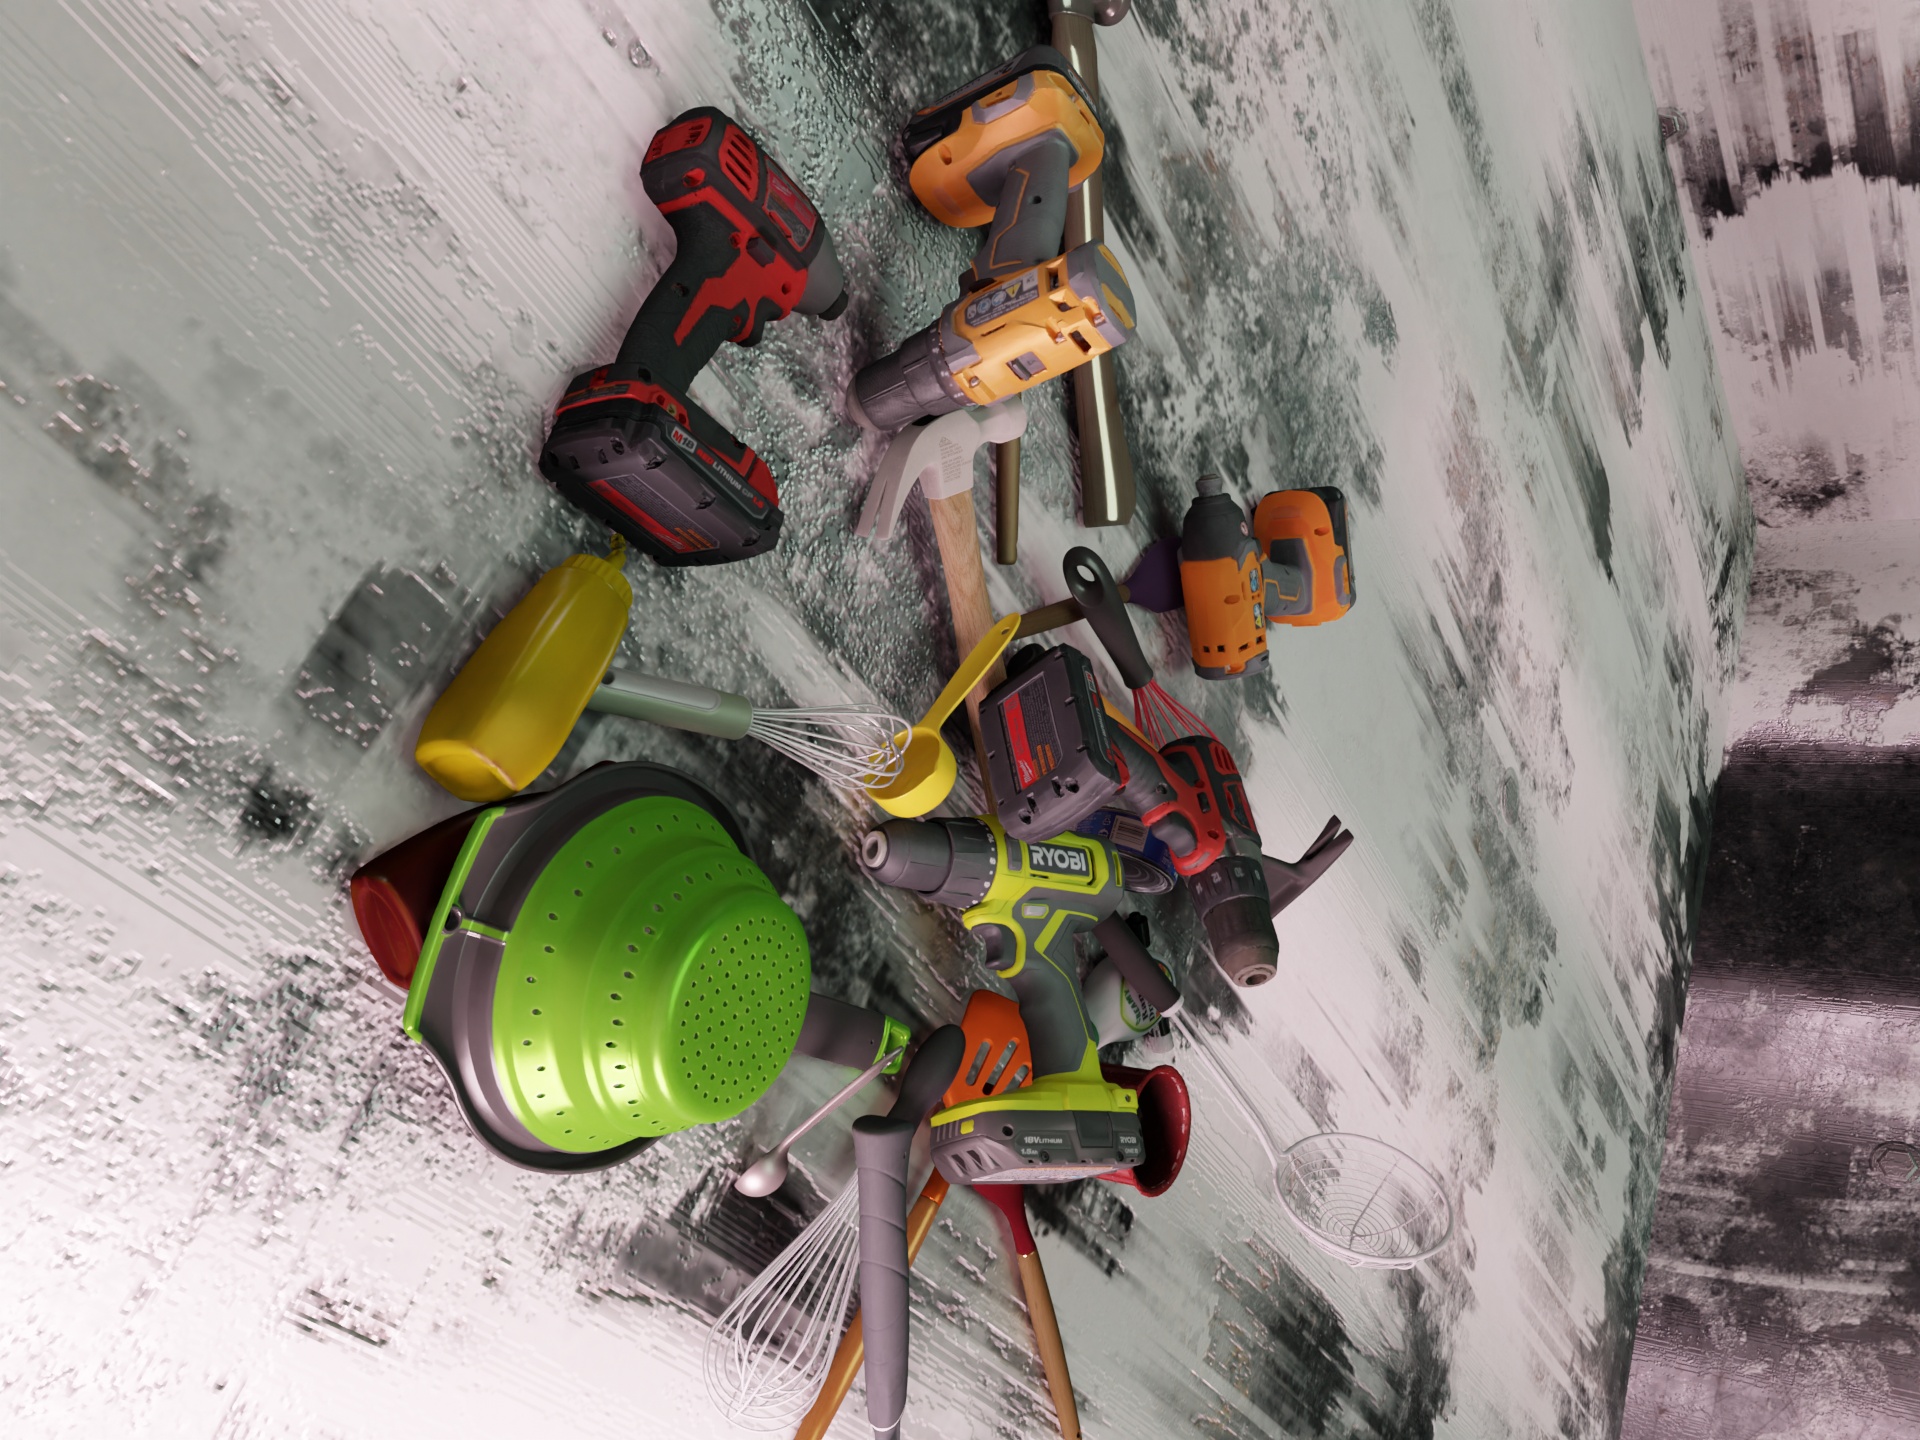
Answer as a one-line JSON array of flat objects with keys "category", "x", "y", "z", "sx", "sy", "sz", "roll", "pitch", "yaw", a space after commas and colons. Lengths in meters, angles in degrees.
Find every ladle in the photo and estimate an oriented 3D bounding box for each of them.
[{"category": "ladle", "x": 0.050, "y": 0.394, "z": 1.124, "sx": 0.069, "sy": 0.031, "sz": 0.315, "roll": -36, "pitch": 120, "yaw": -47}]

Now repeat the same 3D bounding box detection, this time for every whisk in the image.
[{"category": "whisk", "x": -0.064, "y": 0.287, "z": 0.946, "sx": 0.285, "sy": 0.070, "sz": 0.070, "roll": -56, "pitch": 131, "yaw": -42}, {"category": "whisk", "x": -0.117, "y": 0.000, "z": 0.885, "sx": 0.246, "sy": 0.059, "sz": 0.058, "roll": 14, "pitch": 40, "yaw": -48}, {"category": "whisk", "x": 0.141, "y": -0.018, "z": 1.203, "sx": 0.295, "sy": 0.073, "sz": 0.073, "roll": 59, "pitch": 47, "yaw": -37}]

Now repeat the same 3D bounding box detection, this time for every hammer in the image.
[{"category": "hammer", "x": -0.045, "y": 0.411, "z": 0.911, "sx": 0.149, "sy": 0.036, "sz": 0.408, "roll": -32, "pitch": 125, "yaw": -62}, {"category": "hammer", "x": 0.157, "y": 0.043, "z": 1.187, "sx": 0.127, "sy": 0.034, "sz": 0.336, "roll": -44, "pitch": 122, "yaw": 11}, {"category": "hammer", "x": 0.086, "y": -0.347, "z": 1.164, "sx": 0.146, "sy": 0.038, "sz": 0.410, "roll": -13, "pitch": 101, "yaw": -51}, {"category": "hammer", "x": 0.012, "y": -0.039, "z": 1.051, "sx": 0.130, "sy": 0.031, "sz": 0.331, "roll": -26, "pitch": 115, "yaw": -34}]

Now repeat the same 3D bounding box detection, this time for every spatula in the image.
[{"category": "spatula", "x": -0.029, "y": 0.322, "z": 1.000, "sx": 0.081, "sy": 0.041, "sz": 0.323, "roll": 31, "pitch": 60, "yaw": 0}, {"category": "spatula", "x": 0.110, "y": -0.095, "z": 1.210, "sx": 0.316, "sy": 0.018, "sz": 0.059, "roll": -22, "pitch": 107, "yaw": -52}]

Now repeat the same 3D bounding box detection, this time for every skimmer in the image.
[{"category": "skimmer", "x": 0.212, "y": 0.244, "z": 1.156, "sx": 0.363, "sy": 0.090, "sz": 0.127, "roll": 52, "pitch": 36, "yaw": -1}]

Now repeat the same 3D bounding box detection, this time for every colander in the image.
[{"category": "colander", "x": -0.100, "y": 0.152, "z": 0.828, "sx": 0.396, "sy": 0.094, "sz": 0.204, "roll": 34, "pitch": 70, "yaw": -56}]

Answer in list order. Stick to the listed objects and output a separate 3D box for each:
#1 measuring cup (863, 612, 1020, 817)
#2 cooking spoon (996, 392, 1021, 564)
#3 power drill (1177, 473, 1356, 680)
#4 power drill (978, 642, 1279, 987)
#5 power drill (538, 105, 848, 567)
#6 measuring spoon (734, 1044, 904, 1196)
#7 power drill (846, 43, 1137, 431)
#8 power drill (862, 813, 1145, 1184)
[{"category": "measuring cup", "x": -0.002, "y": -0.003, "z": 1.001, "sx": 0.156, "sy": 0.062, "sz": 0.029, "roll": -53, "pitch": 129, "yaw": -21}, {"category": "cooking spoon", "x": 0.034, "y": -0.267, "z": 1.099, "sx": 0.069, "sy": 0.017, "sz": 0.319, "roll": -124, "pitch": -146, "yaw": -86}, {"category": "power drill", "x": 0.255, "y": -0.138, "z": 1.345, "sx": 0.226, "sy": 0.084, "sz": 0.164, "roll": -25, "pitch": 110, "yaw": -52}, {"category": "power drill", "x": 0.123, "y": 0.066, "z": 1.041, "sx": 0.226, "sy": 0.080, "sz": 0.188, "roll": 29, "pitch": 37, "yaw": -39}, {"category": "power drill", "x": -0.128, "y": -0.199, "z": 0.848, "sx": 0.143, "sy": 0.078, "sz": 0.220, "roll": 39, "pitch": 57, "yaw": -47}, {"category": "measuring spoon", "x": -0.076, "y": 0.229, "z": 0.898, "sx": 0.124, "sy": 0.018, "sz": 0.034, "roll": -41, "pitch": 164, "yaw": 2}, {"category": "power drill", "x": 0.011, "y": -0.288, "z": 0.983, "sx": 0.084, "sy": 0.185, "sz": 0.226, "roll": 37, "pitch": 42, "yaw": -47}, {"category": "power drill", "x": 0.028, "y": 0.168, "z": 0.999, "sx": 0.190, "sy": 0.080, "sz": 0.229, "roll": 12, "pitch": 61, "yaw": -37}]
